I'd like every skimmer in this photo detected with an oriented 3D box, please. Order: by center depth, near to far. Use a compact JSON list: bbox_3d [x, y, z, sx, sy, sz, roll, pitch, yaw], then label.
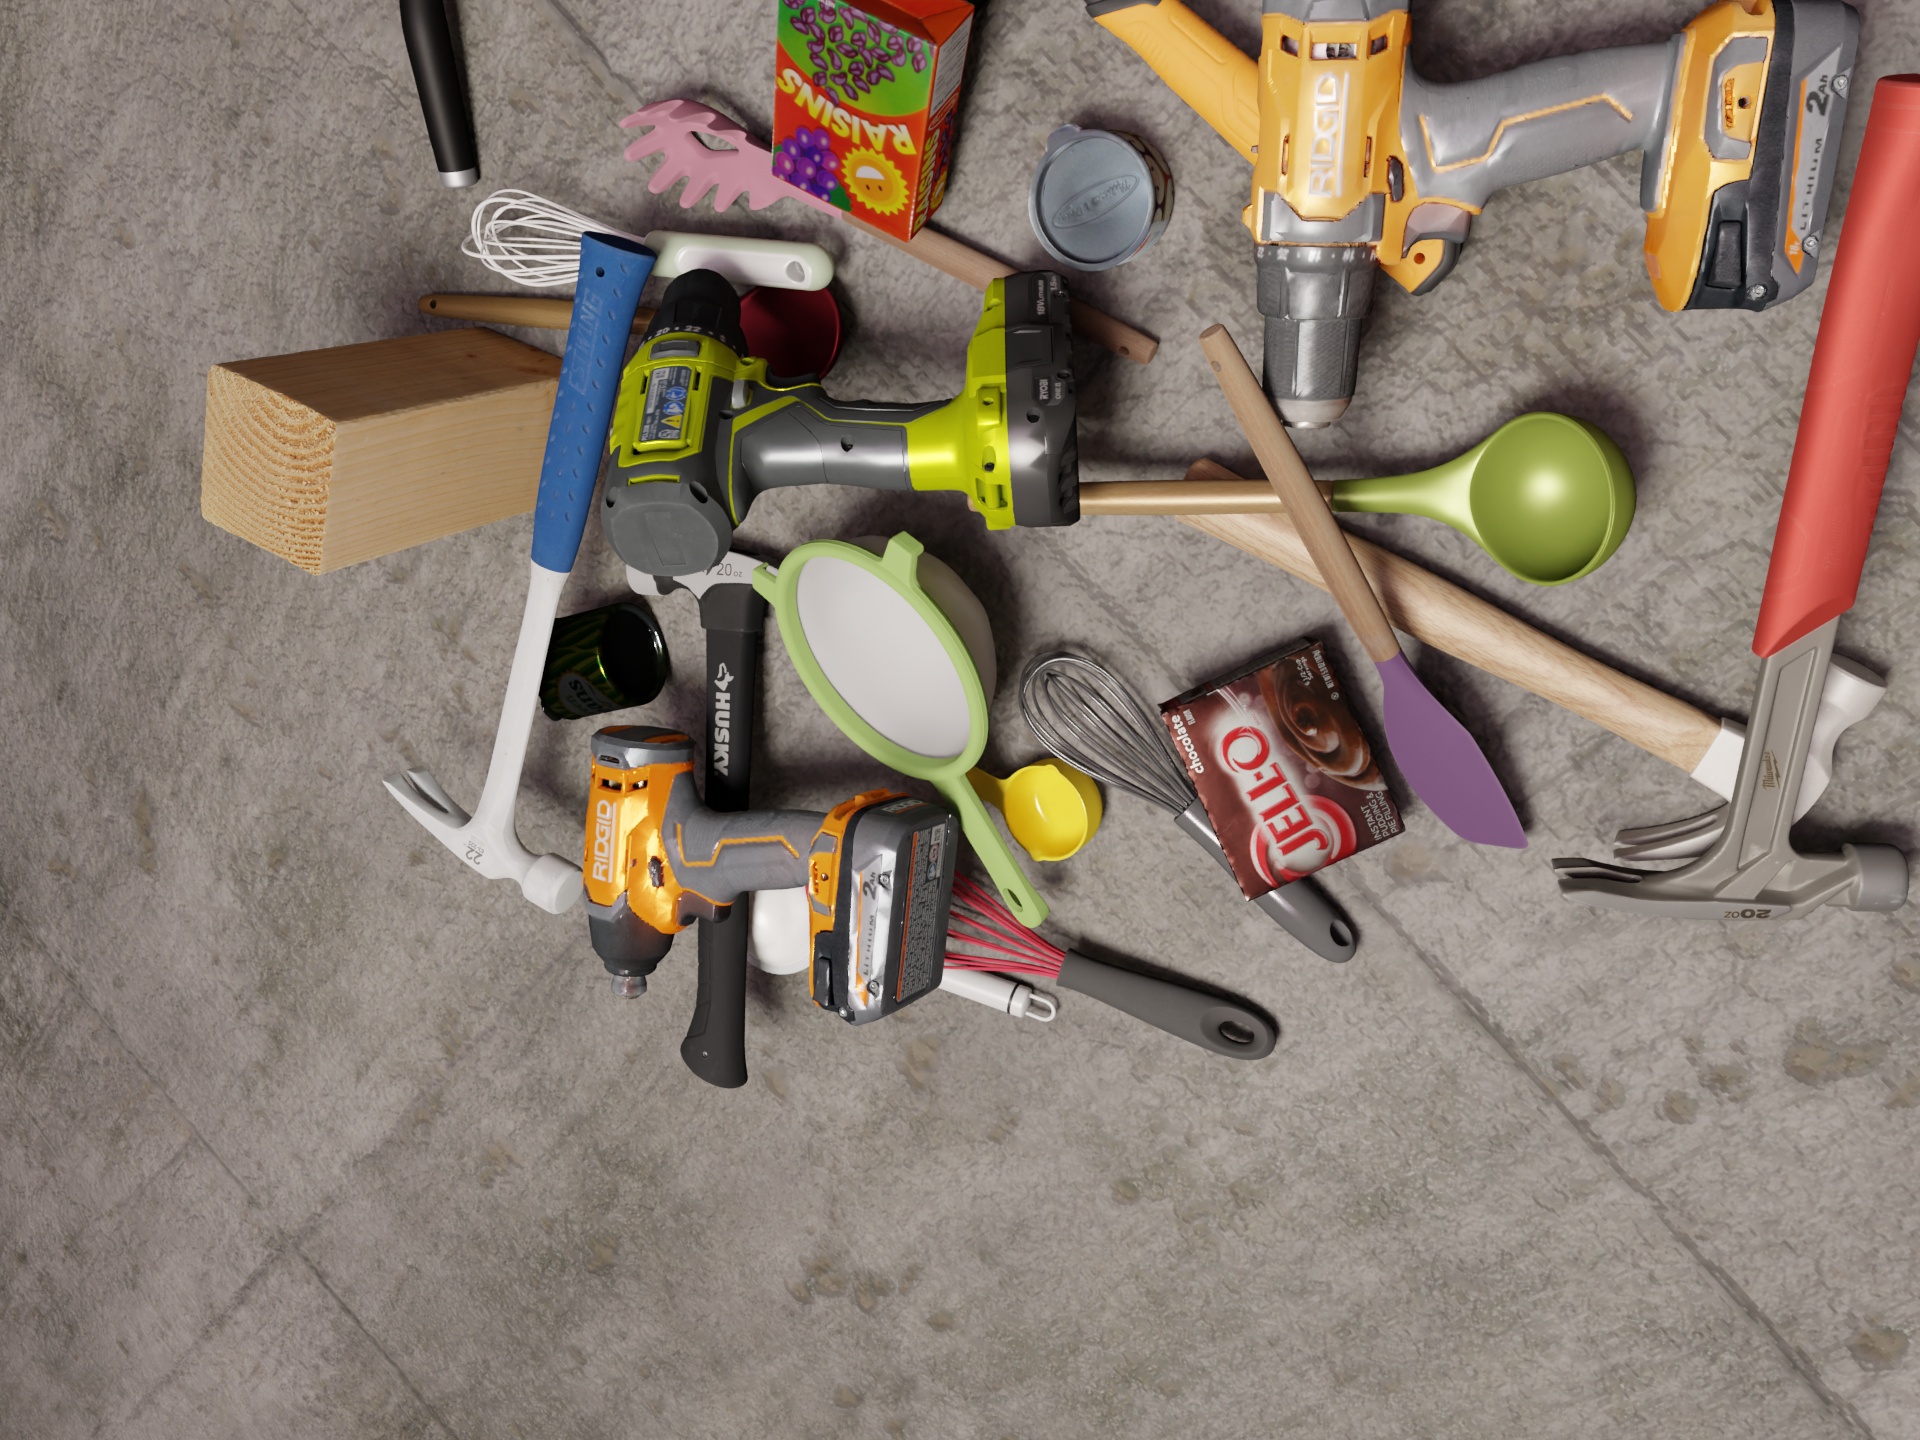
[{"bbox_3d":[-0.301,-0.494,0.892,0.127,0.090,0.363,8,122,21],"label":"skimmer"}]

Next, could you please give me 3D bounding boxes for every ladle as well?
[{"bbox_3d":[0.150,-0.106,0.762,0.320,0.062,0.078,3,106,21],"label":"ladle"},{"bbox_3d":[-0.199,-0.235,0.937,0.315,0.031,0.069,11,97,25],"label":"ladle"}]

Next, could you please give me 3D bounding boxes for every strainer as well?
[{"bbox_3d":[-0.001,-0.003,0.883,0.151,0.069,0.256,-4,122,52],"label":"strainer"},{"bbox_3d":[-0.061,0.141,1.002,0.258,0.050,0.087,17,101,17],"label":"strainer"}]

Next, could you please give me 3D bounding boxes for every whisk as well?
[{"bbox_3d":[0.124,0.050,0.871,0.239,0.055,0.055,42,121,3],"label":"whisk"},{"bbox_3d":[-0.179,-0.264,0.896,0.246,0.059,0.057,12,130,24],"label":"whisk"},{"bbox_3d":[0.043,0.137,0.936,0.296,0.073,0.073,19,116,13],"label":"whisk"}]

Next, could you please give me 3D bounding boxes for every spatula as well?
[{"bbox_3d":[0.189,-0.051,0.752,0.060,0.018,0.315,6,138,54],"label":"spatula"}]

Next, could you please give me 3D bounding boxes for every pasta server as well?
[{"bbox_3d":[-0.040,-0.257,0.844,0.316,0.040,0.060,29,153,12],"label":"pasta server"}]

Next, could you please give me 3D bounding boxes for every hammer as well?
[{"bbox_3d":[0.345,-0.073,0.656,0.149,0.037,0.358,1,118,8],"label":"hammer"},{"bbox_3d":[0.091,-0.308,0.733,0.337,0.034,0.127,39,125,-1],"label":"hammer"},{"bbox_3d":[0.254,-0.040,0.780,0.331,0.031,0.130,29,118,15],"label":"hammer"},{"bbox_3d":[-0.249,-0.084,0.938,0.144,0.035,0.405,27,115,17],"label":"hammer"},{"bbox_3d":[-0.139,0.062,0.974,0.146,0.035,0.334,6,98,23],"label":"hammer"}]

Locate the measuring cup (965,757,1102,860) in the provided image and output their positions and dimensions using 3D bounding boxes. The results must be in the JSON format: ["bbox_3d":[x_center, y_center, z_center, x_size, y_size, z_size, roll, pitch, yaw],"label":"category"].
[{"bbox_3d":[0.015,0.032,0.936,0.157,0.029,0.062,24,119,30],"label":"measuring cup"}]

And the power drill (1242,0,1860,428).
[{"bbox_3d":[0.234,-0.214,0.672,0.226,0.084,0.185,4,111,11],"label":"power drill"}]

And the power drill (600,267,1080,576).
[{"bbox_3d":[-0.058,-0.163,0.792,0.228,0.191,0.080,-3,142,4],"label":"power drill"}]

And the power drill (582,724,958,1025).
[{"bbox_3d":[-0.121,0.100,0.910,0.226,0.084,0.164,11,101,27],"label":"power drill"}]
